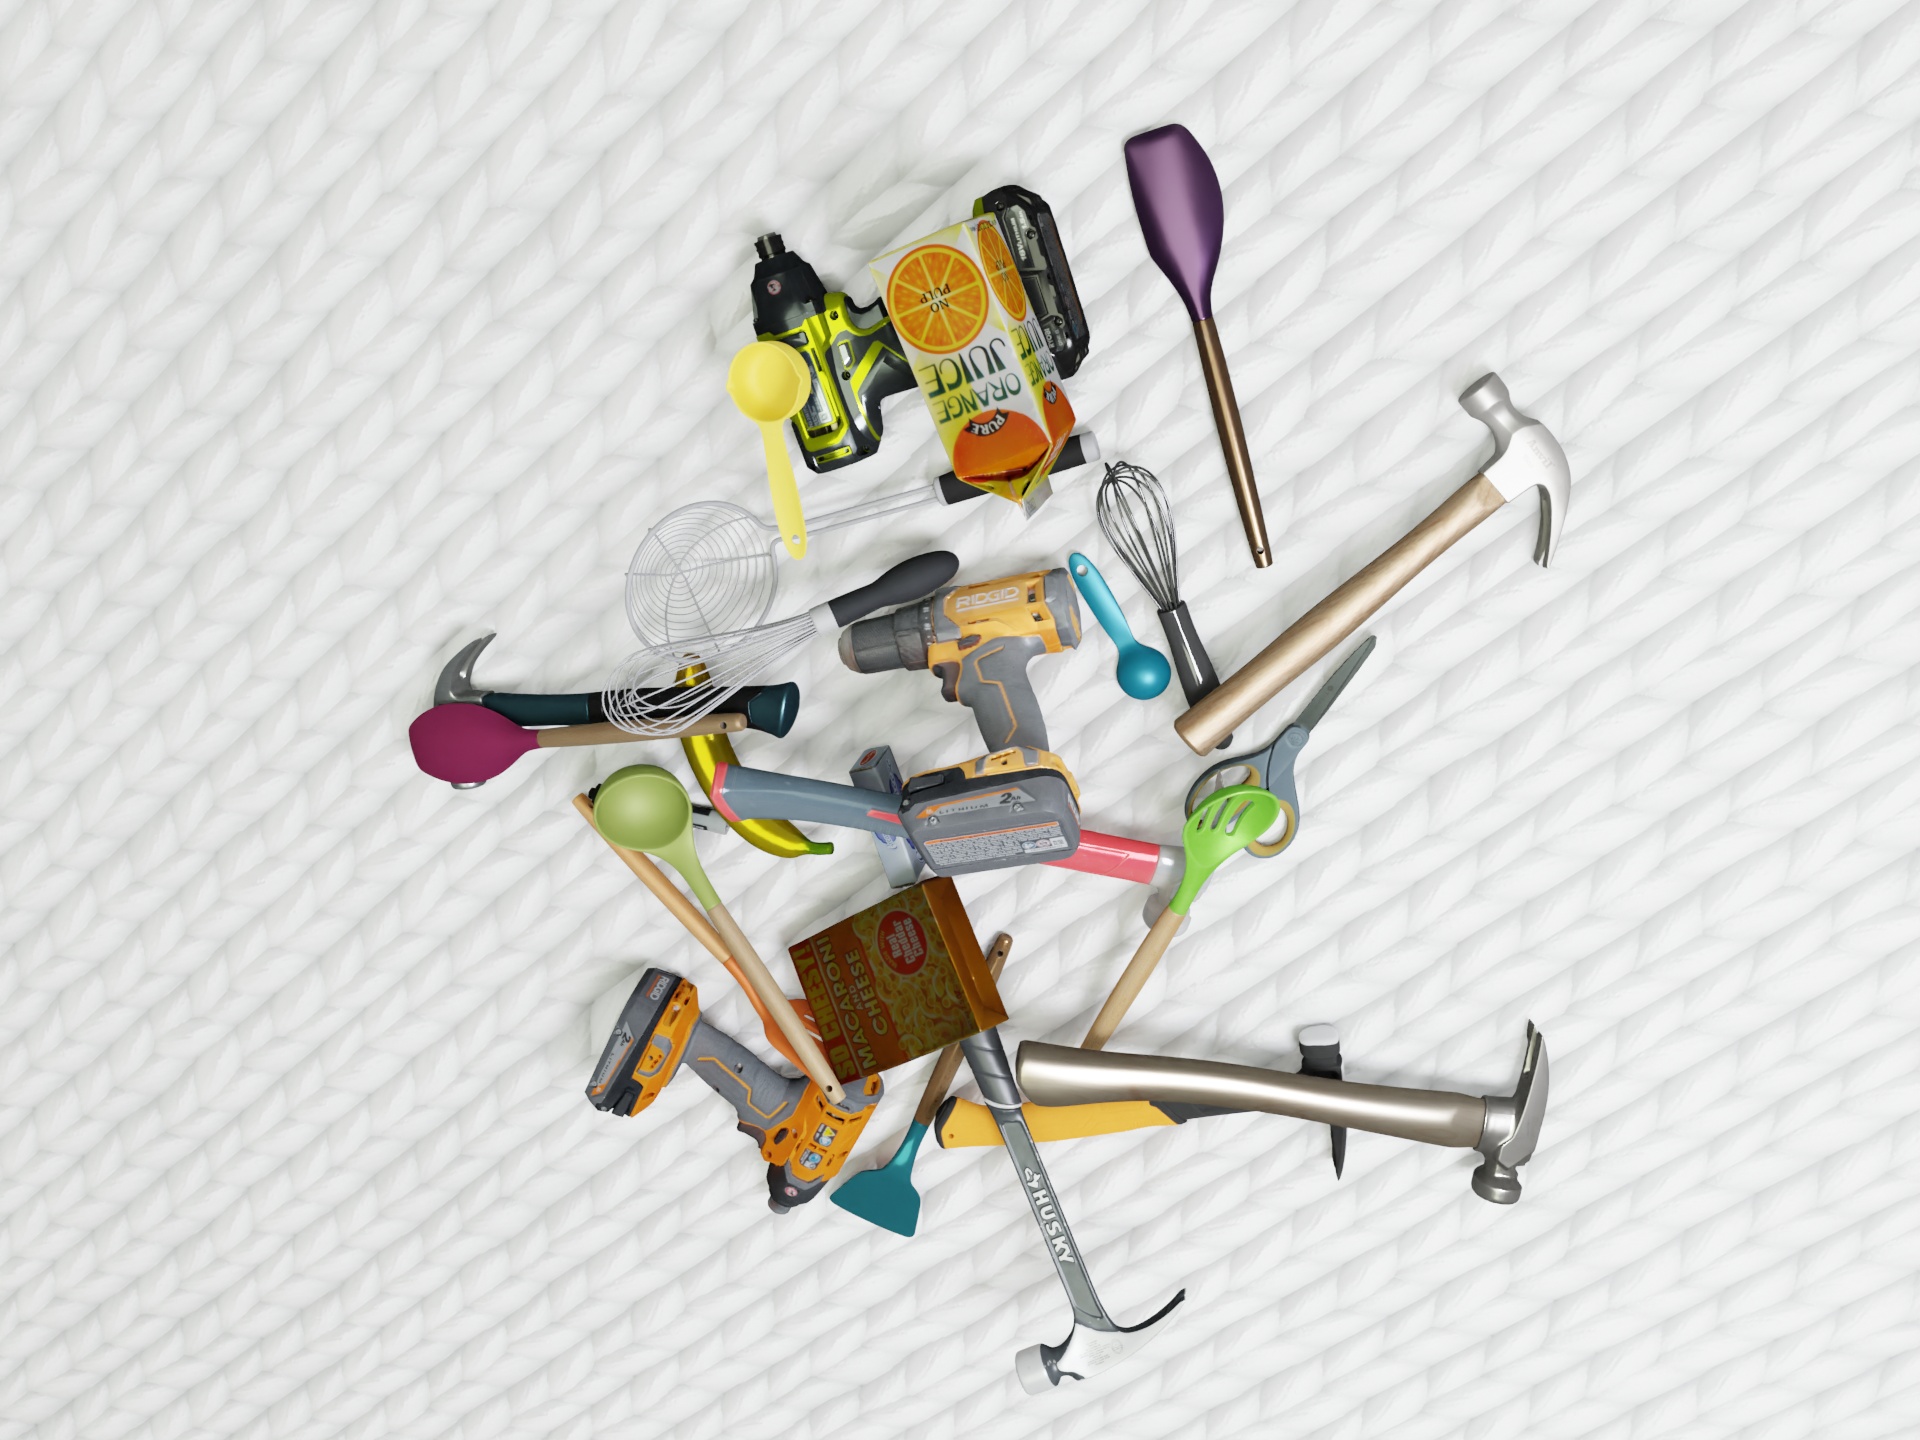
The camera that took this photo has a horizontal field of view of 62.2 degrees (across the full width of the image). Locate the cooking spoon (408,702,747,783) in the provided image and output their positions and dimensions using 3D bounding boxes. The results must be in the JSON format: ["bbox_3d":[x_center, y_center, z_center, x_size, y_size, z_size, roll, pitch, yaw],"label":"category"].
[{"bbox_3d":[-0.308,0.012,1.250,0.319,0.017,0.068,-5,104,23],"label":"cooking spoon"}]

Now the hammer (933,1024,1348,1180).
[{"bbox_3d":[0.146,0.326,1.303,0.337,0.034,0.127,-7,106,8],"label":"hammer"}]

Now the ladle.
[{"bbox_3d":[-0.186,0.174,1.272,0.078,0.062,0.320,-33,90,10],"label":"ladle"}]

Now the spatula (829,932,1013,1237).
[{"bbox_3d":[-0.023,0.313,1.353,0.082,0.044,0.317,24,106,1],"label":"spatula"}]

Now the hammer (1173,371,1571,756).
[{"bbox_3d":[0.290,-0.088,1.140,0.331,0.031,0.130,-41,98,14],"label":"hammer"}]

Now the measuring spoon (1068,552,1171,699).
[{"bbox_3d":[0.116,-0.069,1.199,0.042,0.021,0.128,-28,102,18],"label":"measuring spoon"}]

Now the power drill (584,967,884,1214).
[{"bbox_3d":[-0.198,0.325,1.359,0.226,0.084,0.164,26,112,-3],"label":"power drill"}]

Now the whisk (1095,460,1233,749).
[{"bbox_3d":[0.155,-0.083,1.178,0.055,0.055,0.238,-19,108,16],"label":"whisk"}]

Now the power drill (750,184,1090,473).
[{"bbox_3d":[-0.035,-0.288,1.129,0.223,0.080,0.171,-15,106,18],"label":"power drill"}]

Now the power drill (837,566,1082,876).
[{"bbox_3d":[-0.002,-0.004,1.152,0.185,0.226,0.084,-10,144,13],"label":"power drill"}]

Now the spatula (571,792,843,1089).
[{"bbox_3d":[-0.206,0.177,1.328,0.322,0.081,0.041,47,132,-1],"label":"spatula"}]

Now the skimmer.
[{"bbox_3d":[-0.072,-0.137,1.176,0.363,0.090,0.127,-14,127,13],"label":"skimmer"}]

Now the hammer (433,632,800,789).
[{"bbox_3d":[-0.278,-0.007,1.262,0.331,0.033,0.128,0,106,21],"label":"hammer"}]

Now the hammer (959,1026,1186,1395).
[{"bbox_3d":[0.046,0.323,1.276,0.149,0.036,0.409,-23,86,8],"label":"hammer"}]

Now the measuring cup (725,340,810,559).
[{"bbox_3d":[-0.125,-0.194,1.138,0.062,0.029,0.156,-1,110,24],"label":"measuring cup"}]

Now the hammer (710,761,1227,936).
[{"bbox_3d":[0.006,0.069,1.202,0.386,0.038,0.143,11,122,-6],"label":"hammer"}]

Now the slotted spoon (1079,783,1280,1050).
[{"bbox_3d":[0.153,0.162,1.219,0.070,0.031,0.313,8,125,-25],"label":"slotted spoon"}]

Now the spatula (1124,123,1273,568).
[{"bbox_3d":[0.180,-0.260,1.127,0.060,0.018,0.315,-13,104,14],"label":"spatula"}]

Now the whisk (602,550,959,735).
[{"bbox_3d":[-0.131,-0.061,1.178,0.284,0.070,0.070,-24,103,-3],"label":"whisk"}]

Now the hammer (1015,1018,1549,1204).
[{"bbox_3d":[0.249,0.282,1.239,0.410,0.038,0.146,8,104,-2],"label":"hammer"}]
